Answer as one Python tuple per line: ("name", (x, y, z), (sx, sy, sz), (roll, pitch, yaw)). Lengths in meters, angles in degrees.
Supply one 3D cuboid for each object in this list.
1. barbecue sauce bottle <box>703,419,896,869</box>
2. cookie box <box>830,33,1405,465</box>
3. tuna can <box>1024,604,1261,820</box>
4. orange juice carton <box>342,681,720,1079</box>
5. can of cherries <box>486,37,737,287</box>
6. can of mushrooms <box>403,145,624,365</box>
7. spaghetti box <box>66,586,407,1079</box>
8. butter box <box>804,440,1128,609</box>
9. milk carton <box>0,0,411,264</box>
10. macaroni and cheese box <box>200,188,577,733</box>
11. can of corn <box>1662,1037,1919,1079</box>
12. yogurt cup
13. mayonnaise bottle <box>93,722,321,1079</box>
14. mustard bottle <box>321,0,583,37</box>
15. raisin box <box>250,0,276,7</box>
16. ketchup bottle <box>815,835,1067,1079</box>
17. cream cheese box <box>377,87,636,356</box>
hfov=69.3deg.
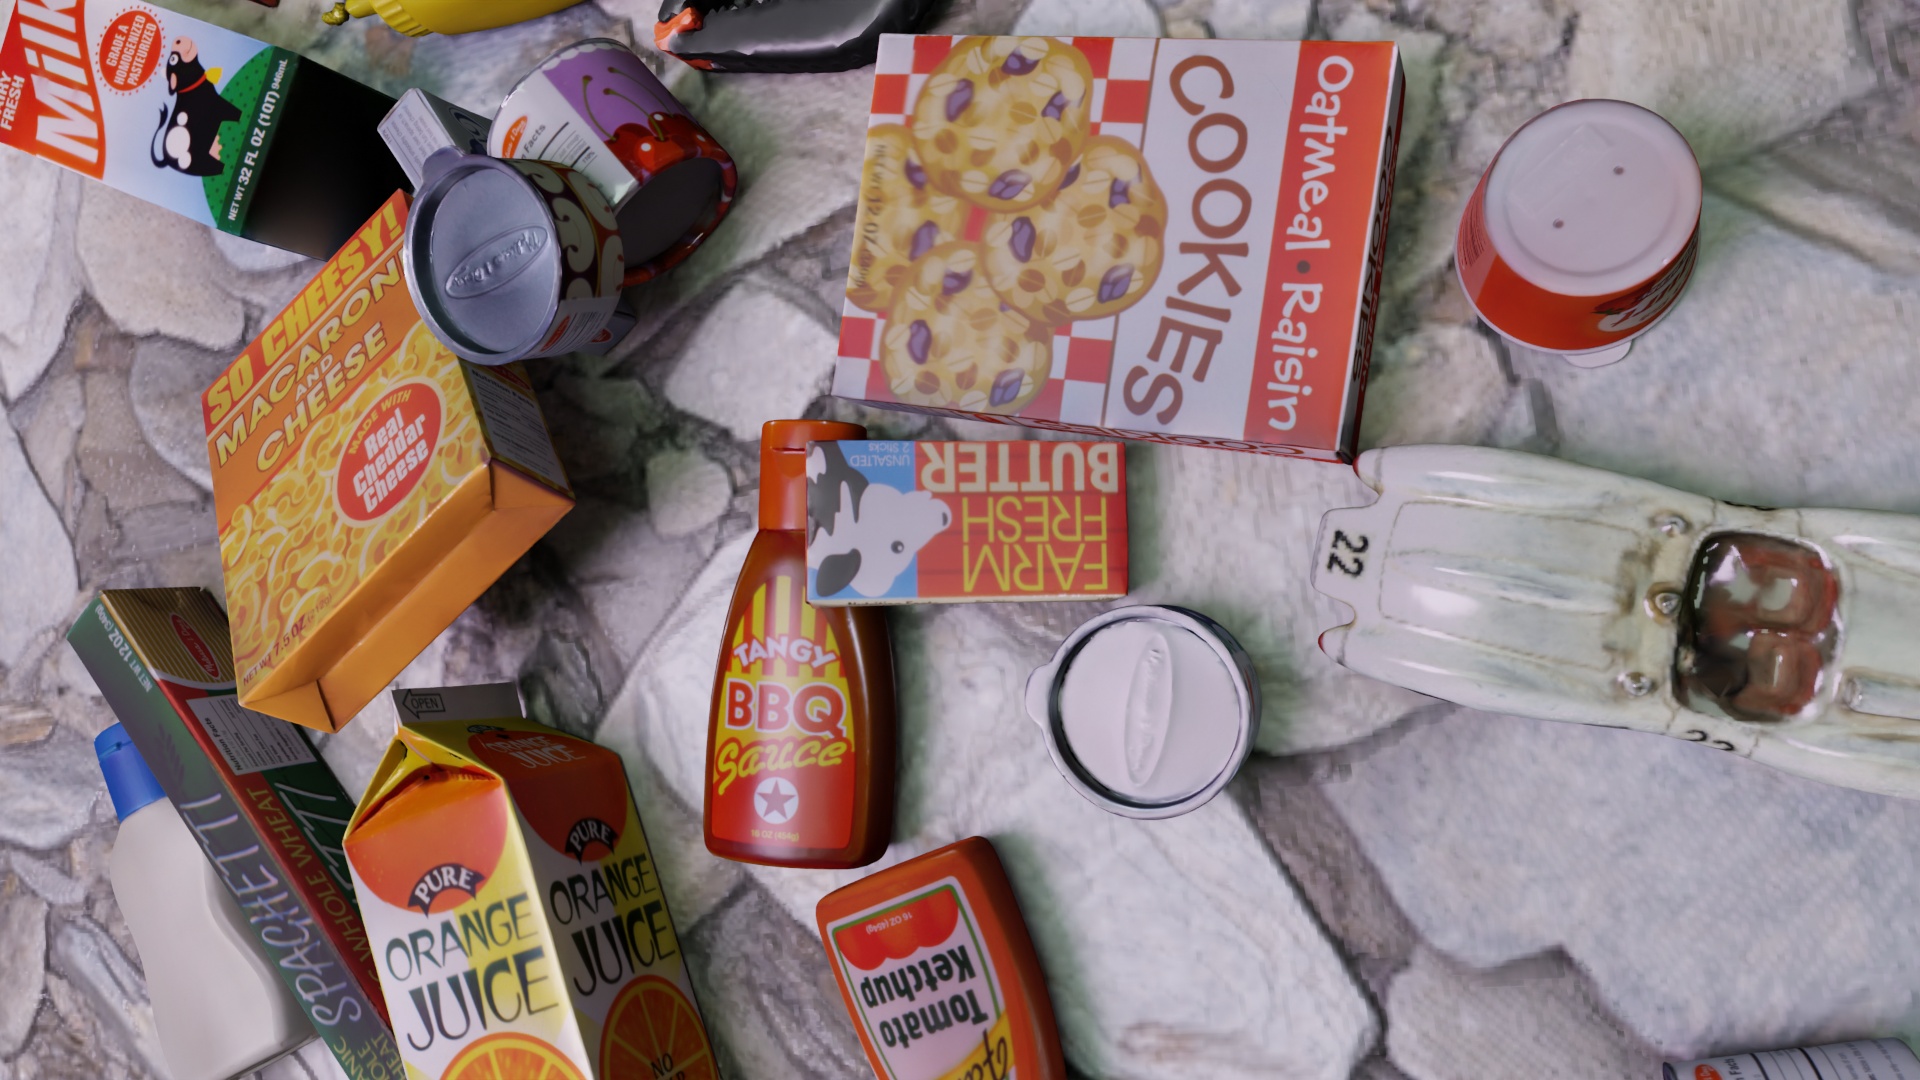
("barbecue sauce bottle", (-0.053, 0.034, 0.475), (0.065, 0.044, 0.148), (2, 88, 16))
("cookie box", (0.049, -0.096, 0.448), (0.167, 0.040, 0.123), (8, 91, 20))
("tuna can", (0.059, 0.053, 0.441), (0.071, 0.033, 0.071), (-1, 87, 19))
("orange juice carton", (-0.151, 0.142, 0.490), (0.073, 0.072, 0.193), (-22, 81, 16))
("can of cherries", (-0.121, -0.134, 0.495), (0.071, 0.071, 0.058), (-46, 79, 12))
("can of mushrooms", (-0.147, -0.094, 0.455), (0.071, 0.033, 0.071), (6, 104, 25))
("spaghetti box", (-0.260, 0.118, 0.540), (0.028, 0.050, 0.250), (-45, 75, 14))
("butter box", (0.002, -0.006, 0.447), (0.103, 0.024, 0.053), (-1, 85, -6))
("milk carton", (-0.318, -0.173, 0.561), (0.191, 0.073, 0.072), (23, 95, 19))
("macaroni and cheese box", (-0.213, -0.034, 0.501), (0.123, 0.040, 0.167), (-41, 50, 11))
("can of corn", (0.225, 0.169, 0.362), (0.058, 0.071, 0.071), (-15, 83, 18))
("yogurt cup", (0.177, -0.091, 0.396), (0.072, 0.054, 0.072), (-1, 87, 19))
("mayonnaise bottle", (-0.307, 0.141, 0.561), (0.064, 0.041, 0.148), (-30, 78, 14))
("mustard bottle", (-0.177, -0.229, 0.527), (0.160, 0.049, 0.065), (-15, 83, 19))
("raisin box", (-0.336, -0.288, 0.590), (0.123, 0.040, 0.086), (23, 94, 18))
("ketchup bottle", (0.007, 0.175, 0.449), (0.064, 0.043, 0.149), (-24, 81, 17))
("cream cheese box", (-0.168, -0.118, 0.517), (0.024, 0.053, 0.104), (-39, 76, 16))
